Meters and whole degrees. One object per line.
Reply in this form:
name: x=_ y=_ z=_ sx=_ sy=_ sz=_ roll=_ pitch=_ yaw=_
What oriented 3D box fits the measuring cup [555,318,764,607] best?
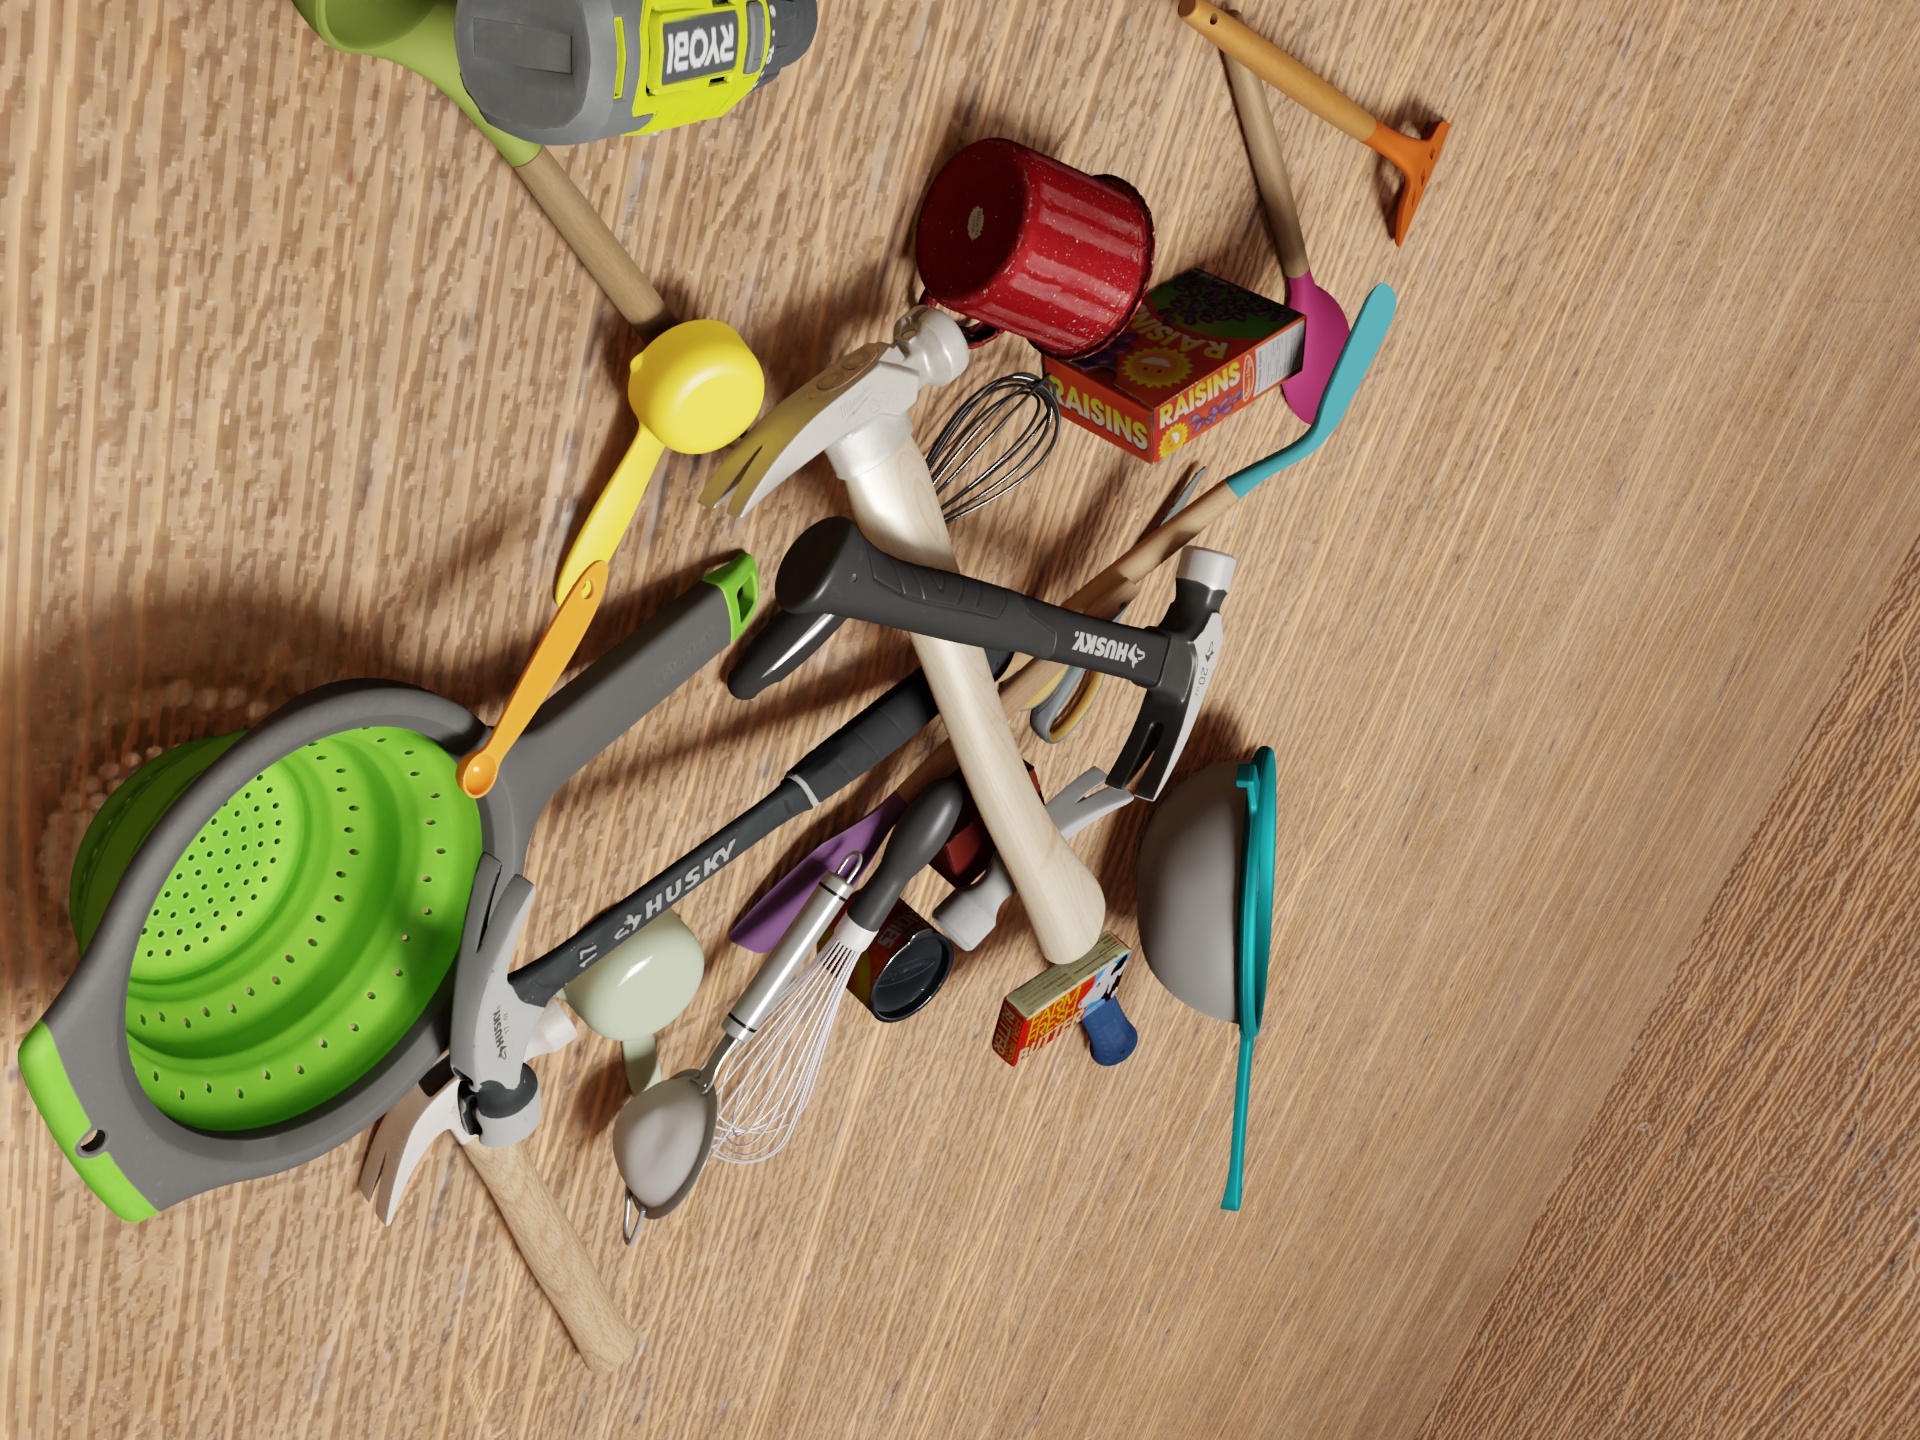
measuring cup: x=-0.137 y=-0.104 z=0.704 sx=0.062 sy=0.029 sz=0.156 roll=3 pitch=128 yaw=-51

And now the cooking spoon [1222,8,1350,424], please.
cooking spoon: x=0.197 y=-0.288 z=0.953 sx=0.069 sy=0.017 sz=0.318 roll=-50 pitch=143 yaw=-10

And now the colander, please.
colander: x=-0.237 y=0.026 z=0.691 sx=0.397 sy=0.094 sz=0.204 roll=-46 pitch=147 yaw=-40

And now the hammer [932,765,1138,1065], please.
hammer: x=0.085 y=0.166 z=1.131 sx=0.144 sy=0.035 sz=0.405 roll=-44 pitch=151 yaw=-11

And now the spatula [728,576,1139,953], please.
spatula: x=-0.013 y=0.029 z=0.938 sx=0.316 sy=0.018 sz=0.059 roll=-44 pitch=145 yaw=6

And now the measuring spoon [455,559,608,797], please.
measuring spoon: x=-0.177 y=-0.020 z=0.657 sx=0.117 sy=0.011 sz=0.021 roll=-65 pitch=156 yaw=-23

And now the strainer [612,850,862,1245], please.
strainer: x=-0.133 y=0.180 z=0.906 sx=0.050 sy=0.087 sz=0.258 roll=38 pitch=84 yaw=-33

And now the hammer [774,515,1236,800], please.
hammer: x=0.032 y=-0.042 z=0.799 sx=0.334 sy=0.035 sz=0.146 roll=9 pitch=97 yaw=-51

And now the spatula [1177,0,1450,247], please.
spatula: x=0.210 y=-0.344 z=0.900 sx=0.322 sy=0.041 sz=0.081 roll=4 pitch=112 yaw=-49

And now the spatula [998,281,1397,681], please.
spatula: x=0.131 y=-0.127 z=0.922 sx=0.317 sy=0.044 sz=0.082 roll=-38 pitch=171 yaw=20

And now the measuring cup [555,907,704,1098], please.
measuring cup: x=-0.177 y=0.175 z=0.899 sx=0.083 sy=0.038 sz=0.167 roll=-28 pitch=138 yaw=-30

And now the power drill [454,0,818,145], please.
power drill: x=-0.095 y=-0.320 z=0.535 sx=0.191 sy=0.080 sz=0.228 roll=-52 pitch=154 yaw=-56

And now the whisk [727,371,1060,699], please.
whisk: x=-0.035 y=-0.097 z=0.836 sx=0.239 sy=0.055 sz=0.055 roll=-44 pitch=143 yaw=-4

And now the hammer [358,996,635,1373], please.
hammer: x=-0.247 y=0.296 z=0.925 sx=0.130 sy=0.031 sz=0.331 roll=-34 pitch=139 yaw=-25

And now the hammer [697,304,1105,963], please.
hammer: x=-0.001 y=-0.003 z=0.839 sx=0.146 sy=0.038 sz=0.410 roll=-43 pitch=133 yaw=-23

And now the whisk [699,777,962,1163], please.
whisk: x=-0.080 y=0.150 z=0.948 sx=0.070 sy=0.070 sz=0.284 roll=16 pitch=111 yaw=-52

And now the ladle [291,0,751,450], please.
ladle: x=-0.147 y=-0.199 z=0.621 sx=0.078 sy=0.062 sz=0.319 roll=-55 pitch=147 yaw=-13

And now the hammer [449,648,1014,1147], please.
hammer: x=-0.094 y=0.040 z=0.807 sx=0.409 sy=0.036 sz=0.149 roll=-38 pitch=147 yaw=-43

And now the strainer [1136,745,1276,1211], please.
strainer: x=0.174 y=0.185 z=1.166 sx=0.211 sy=0.095 sz=0.340 roll=-3 pitch=97 yaw=-76
